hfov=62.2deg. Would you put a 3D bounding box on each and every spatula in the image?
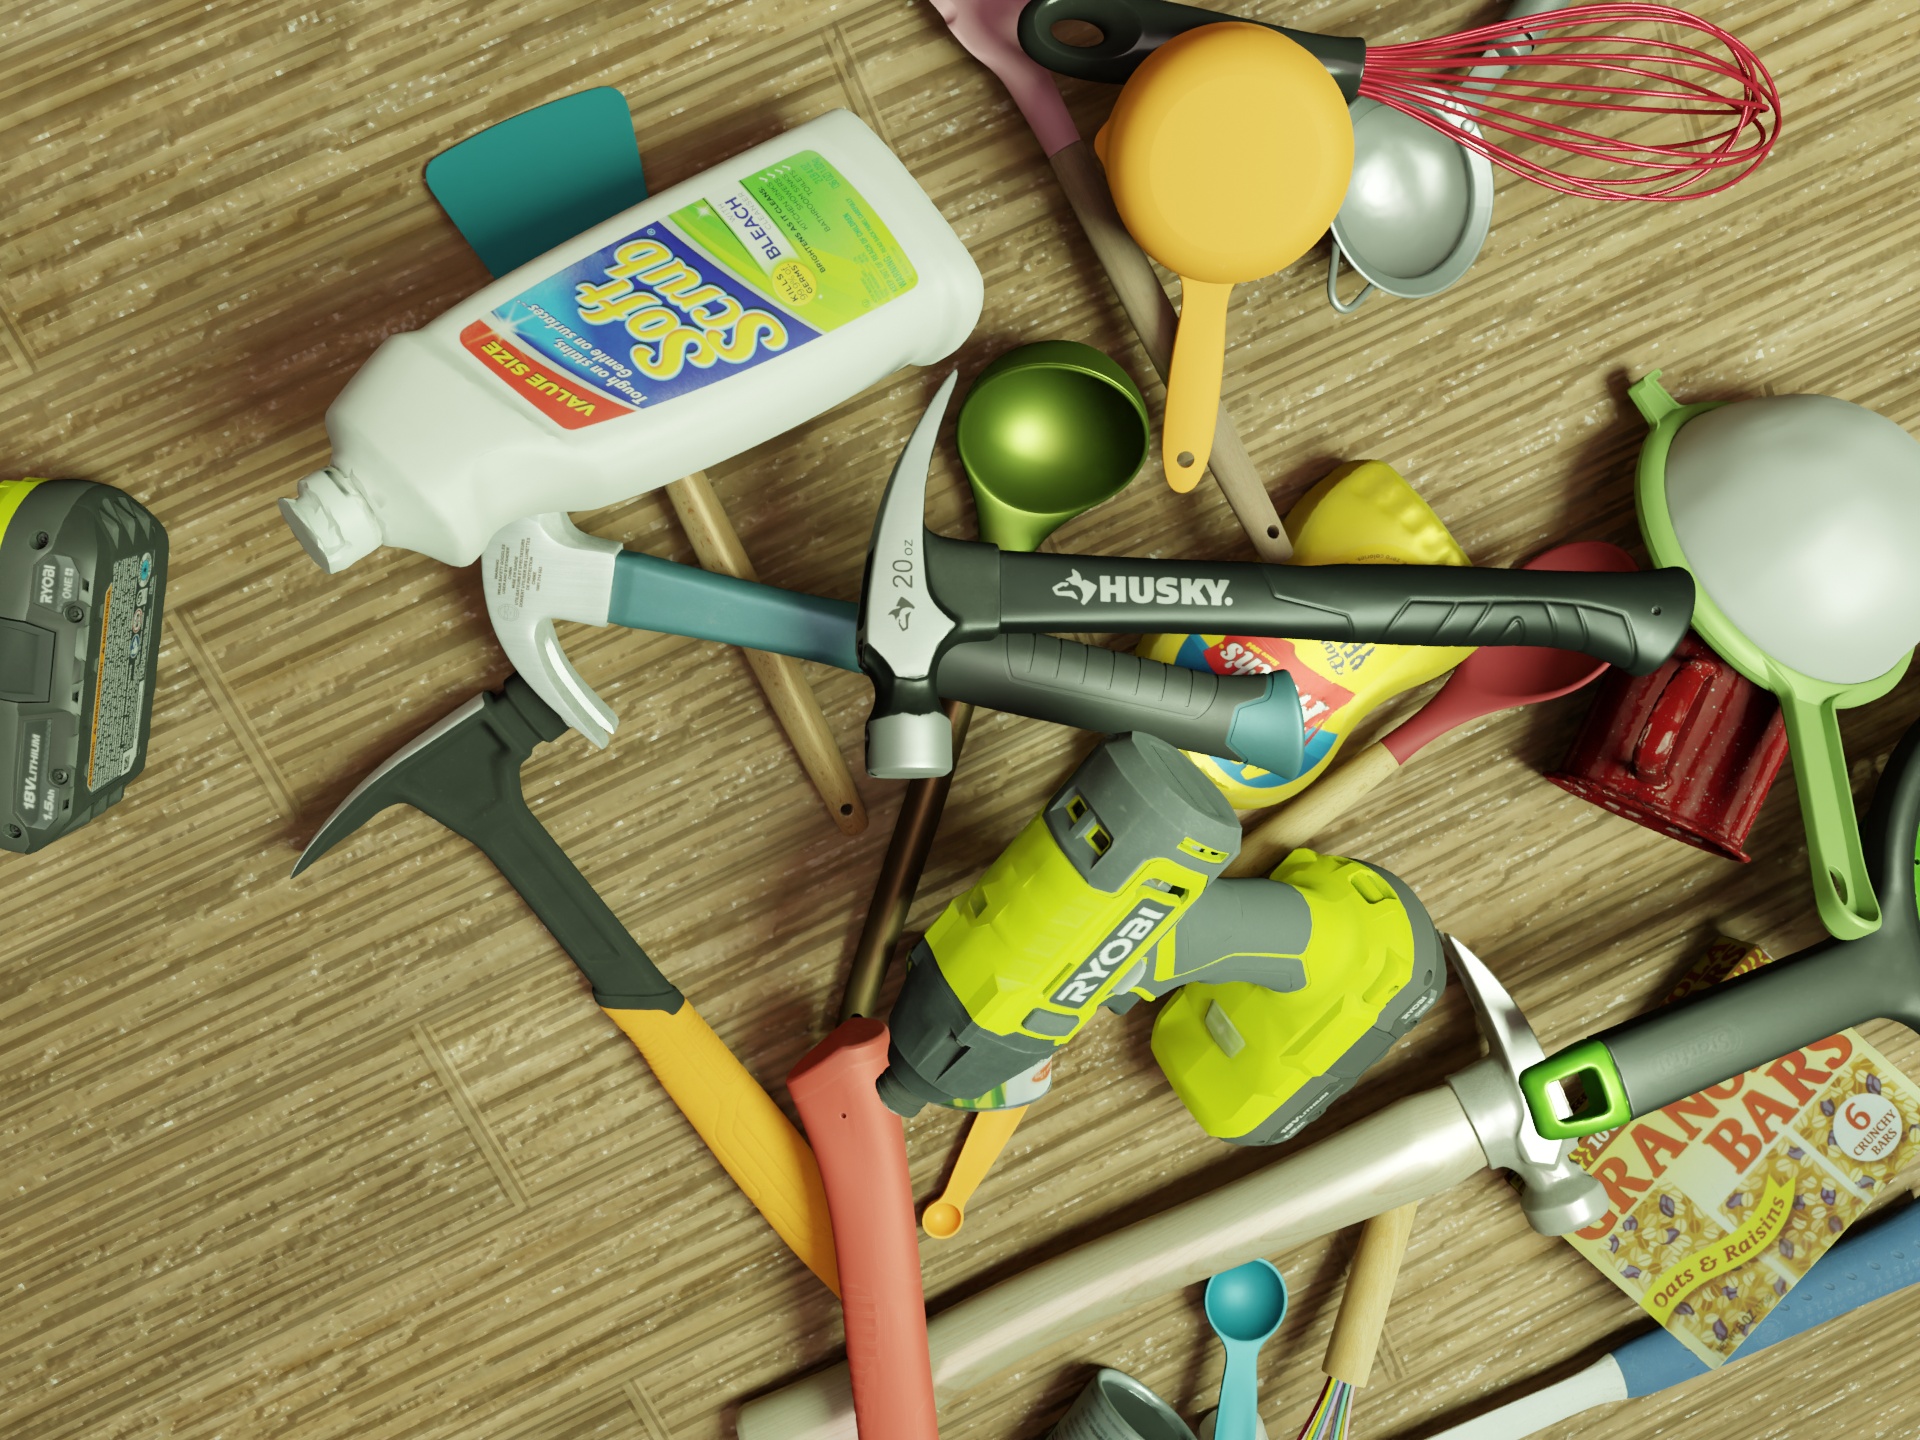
[{"bbox_3d":[-0.107,-0.090,0.647,0.082,0.044,0.317,-26,110,-5],"label":"spatula"}]

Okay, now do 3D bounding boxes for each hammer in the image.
[{"bbox_3d":[-0.022,-0.030,0.626,0.331,0.033,0.128,12,108,-4],"label":"hammer"},{"bbox_3d":[0.127,-0.051,0.608,0.334,0.035,0.146,1,83,-12],"label":"hammer"},{"bbox_3d":[-0.019,0.306,0.696,0.149,0.037,0.359,-5,99,4],"label":"hammer"},{"bbox_3d":[-0.131,0.142,0.689,0.127,0.034,0.336,-36,106,-1],"label":"hammer"},{"bbox_3d":[0.083,0.242,0.740,0.410,0.038,0.146,-25,87,0],"label":"hammer"},{"bbox_3d":[0.327,0.345,0.815,0.405,0.035,0.144,-21,105,-5],"label":"hammer"}]

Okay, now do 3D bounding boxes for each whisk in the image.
[{"bbox_3d":[0.168,-0.243,0.600,0.296,0.073,0.073,5,102,-5],"label":"whisk"},{"bbox_3d":[0.172,0.332,0.751,0.047,0.051,0.245,20,79,3],"label":"whisk"}]

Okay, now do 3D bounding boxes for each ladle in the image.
[{"bbox_3d":[0.171,0.031,0.713,0.315,0.069,0.031,-38,133,5],"label":"ladle"},{"bbox_3d":[-0.001,-0.002,0.669,0.078,0.062,0.320,16,102,-10],"label":"ladle"}]

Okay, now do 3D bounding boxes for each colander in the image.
[{"bbox_3d":[0.414,0.102,0.725,0.397,0.094,0.204,-18,87,-11],"label":"colander"}]

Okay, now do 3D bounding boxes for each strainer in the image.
[{"bbox_3d":[0.359,-0.040,0.642,0.151,0.069,0.257,17,59,-16],"label":"strainer"},{"bbox_3d":[0.220,-0.270,0.654,0.086,0.050,0.258,39,88,-23],"label":"strainer"}]

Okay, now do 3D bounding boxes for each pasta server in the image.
[{"bbox_3d":[0.056,-0.201,0.623,0.060,0.040,0.316,-31,98,-9],"label":"pasta server"}]

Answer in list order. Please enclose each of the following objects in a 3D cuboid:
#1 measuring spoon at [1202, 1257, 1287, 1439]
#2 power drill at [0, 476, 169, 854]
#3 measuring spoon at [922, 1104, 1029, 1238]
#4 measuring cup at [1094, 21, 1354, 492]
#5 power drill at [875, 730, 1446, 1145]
[{"bbox_3d":[0.131,0.322,0.768,0.042,0.021,0.129,7,84,-10],"label":"measuring spoon"},{"bbox_3d":[-0.427,-0.023,0.578,0.228,0.080,0.190,10,101,-9],"label":"power drill"},{"bbox_3d":[0.014,0.188,0.739,0.021,0.011,0.117,27,93,-15],"label":"measuring spoon"},{"bbox_3d":[0.093,-0.162,0.583,0.095,0.052,0.173,5,113,2],"label":"measuring cup"},{"bbox_3d":[0.081,0.103,0.635,0.223,0.080,0.171,21,116,-44],"label":"power drill"}]
